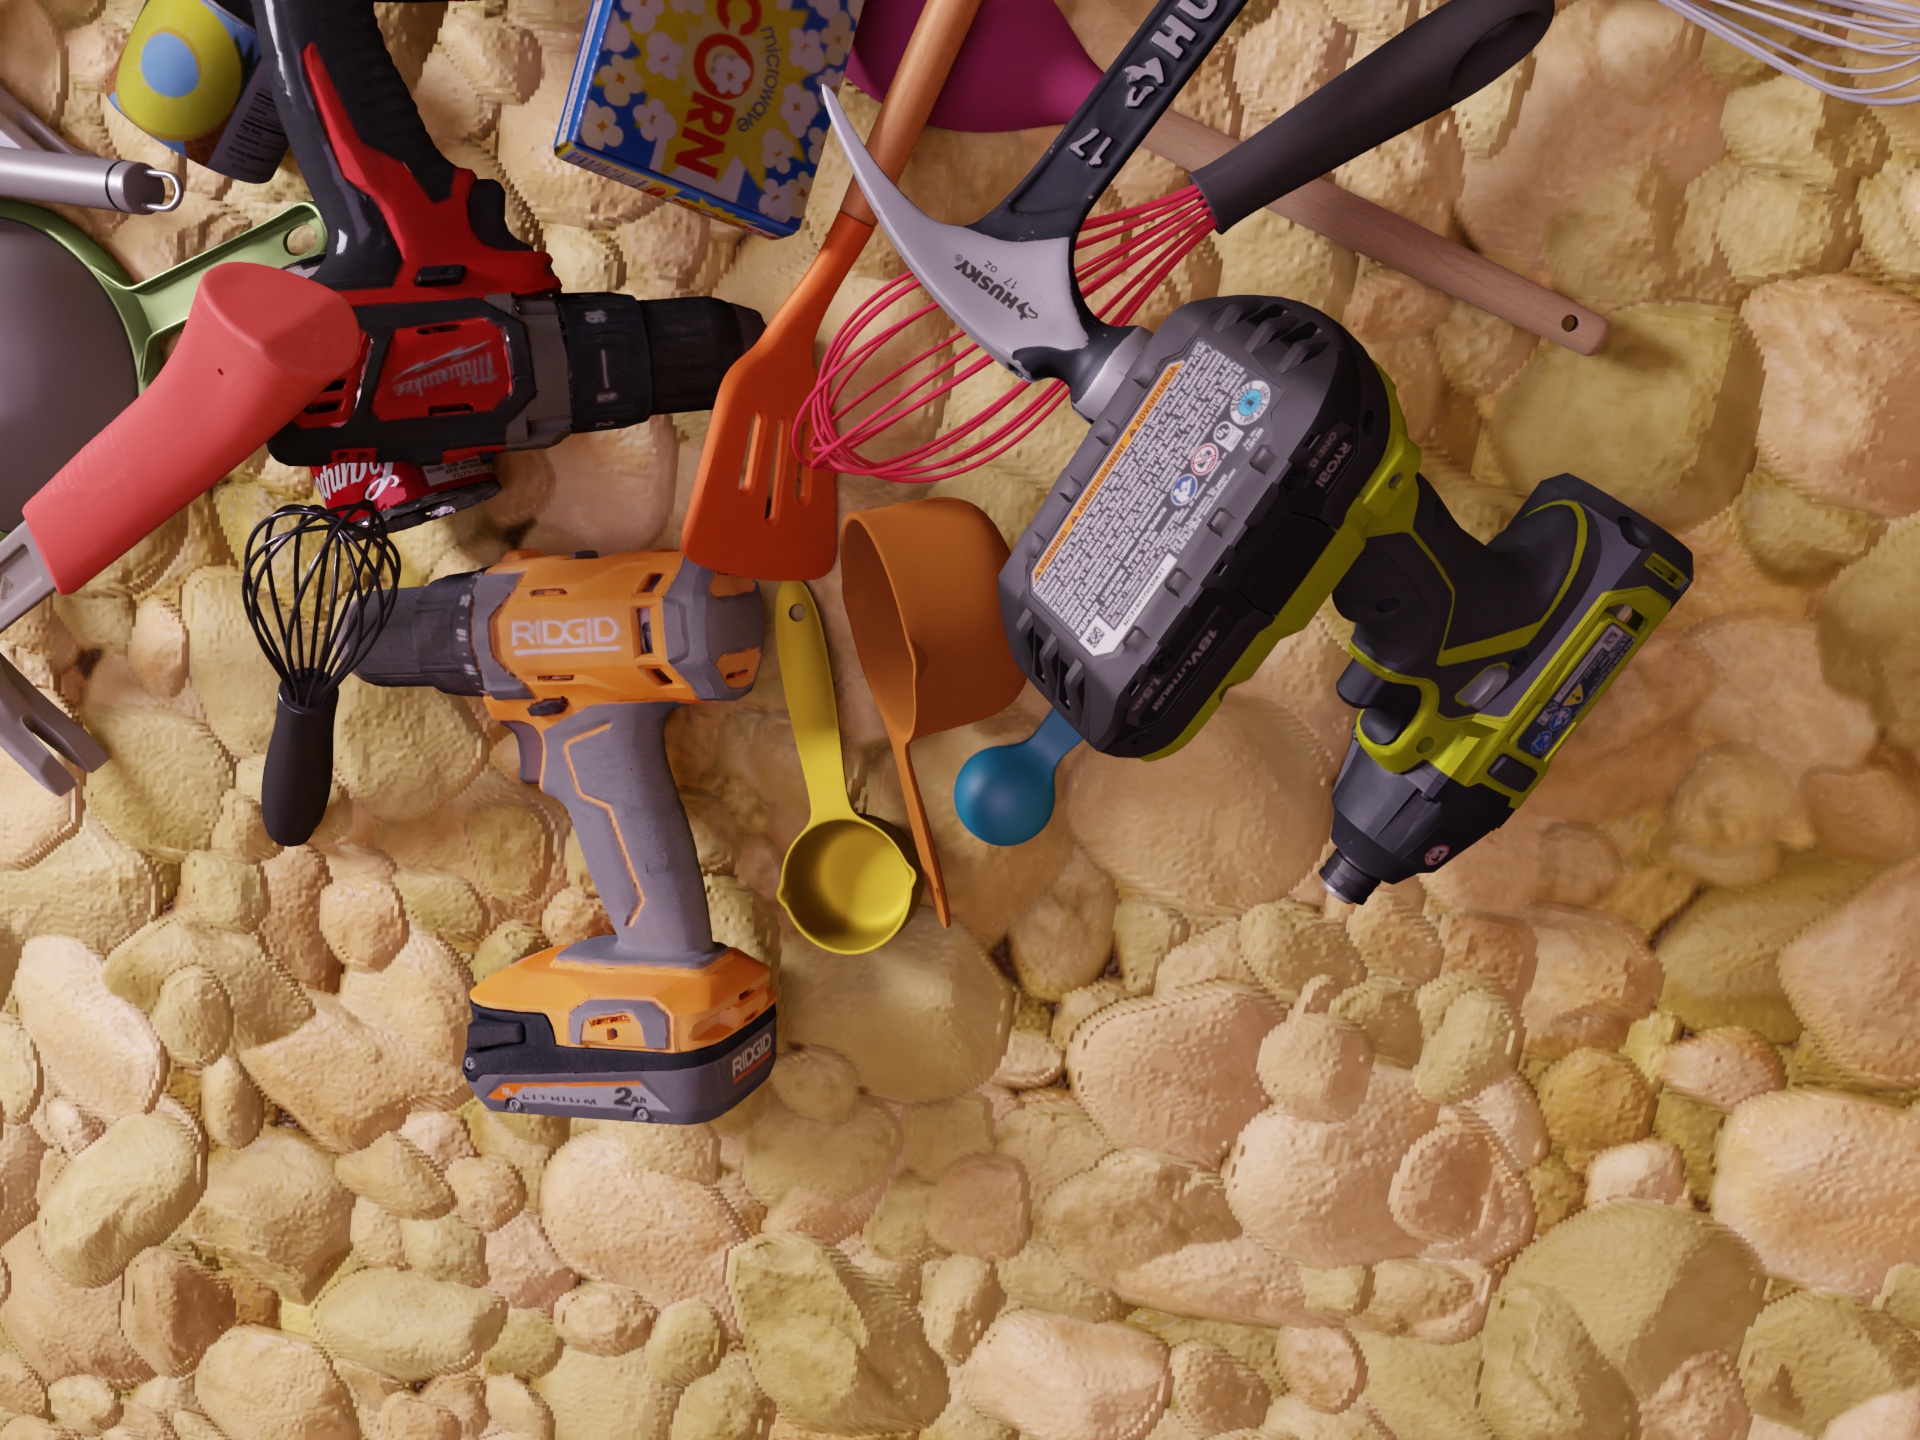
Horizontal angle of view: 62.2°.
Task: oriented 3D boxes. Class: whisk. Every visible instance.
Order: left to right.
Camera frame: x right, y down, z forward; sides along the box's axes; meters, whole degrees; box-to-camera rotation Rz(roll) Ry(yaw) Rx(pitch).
[{"bbox_3d":[-0.259,-0.008,0.630,0.055,0.055,0.239,38,140,2],"label":"whisk"},{"bbox_3d":[0.067,-0.168,0.550,0.296,0.073,0.073,-30,95,10],"label":"whisk"},{"bbox_3d":[0.215,-0.255,0.526,0.246,0.058,0.059,18,126,12],"label":"whisk"}]

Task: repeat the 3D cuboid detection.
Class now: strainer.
[{"bbox_3d":[-0.397,-0.218,0.631,0.258,0.050,0.087,14,94,24],"label":"strainer"},{"bbox_3d":[-0.374,-0.160,0.658,0.256,0.069,0.151,-18,98,17],"label":"strainer"}]

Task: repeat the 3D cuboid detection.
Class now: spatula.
[{"bbox_3d":[-0.021,-0.201,0.574,0.041,0.081,0.322,40,112,33],"label":"spatula"}]

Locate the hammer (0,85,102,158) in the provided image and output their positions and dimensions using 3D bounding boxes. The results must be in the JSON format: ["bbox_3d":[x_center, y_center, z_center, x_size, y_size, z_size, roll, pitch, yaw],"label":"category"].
[{"bbox_3d":[-0.319,-0.392,0.573,0.143,0.038,0.386,40,119,0],"label":"hammer"}]

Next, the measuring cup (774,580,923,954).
[{"bbox_3d":[-0.052,0.018,0.658,0.062,0.029,0.156,-11,88,18],"label":"measuring cup"}]

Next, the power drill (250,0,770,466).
[{"bbox_3d":[-0.173,-0.210,0.581,0.188,0.080,0.226,-9,97,-19],"label":"power drill"}]

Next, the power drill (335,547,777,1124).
[{"bbox_3d":[-0.167,0.042,0.657,0.185,0.084,0.226,-1,98,19],"label":"power drill"}]

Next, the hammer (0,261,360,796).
[{"bbox_3d":[-0.319,-0.068,0.594,0.359,0.037,0.149,-17,117,40],"label":"hammer"}]

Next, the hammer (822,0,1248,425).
[{"bbox_3d":[0.119,-0.290,0.496,0.149,0.036,0.409,37,94,3],"label":"hammer"}]

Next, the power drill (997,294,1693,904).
[{"bbox_3d":[0.128,-0.026,0.521,0.223,0.080,0.171,21,110,-40],"label":"power drill"}]

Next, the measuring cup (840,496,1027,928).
[{"bbox_3d":[-0.001,-0.002,0.613,0.052,0.095,0.173,-17,113,-14],"label":"measuring cup"}]

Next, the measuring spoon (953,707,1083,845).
[{"bbox_3d":[0.043,0.002,0.630,0.042,0.021,0.128,41,109,1],"label":"measuring spoon"}]

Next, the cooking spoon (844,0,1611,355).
[{"bbox_3d":[0.086,-0.208,0.576,0.319,0.017,0.068,28,107,6],"label":"cooking spoon"}]
